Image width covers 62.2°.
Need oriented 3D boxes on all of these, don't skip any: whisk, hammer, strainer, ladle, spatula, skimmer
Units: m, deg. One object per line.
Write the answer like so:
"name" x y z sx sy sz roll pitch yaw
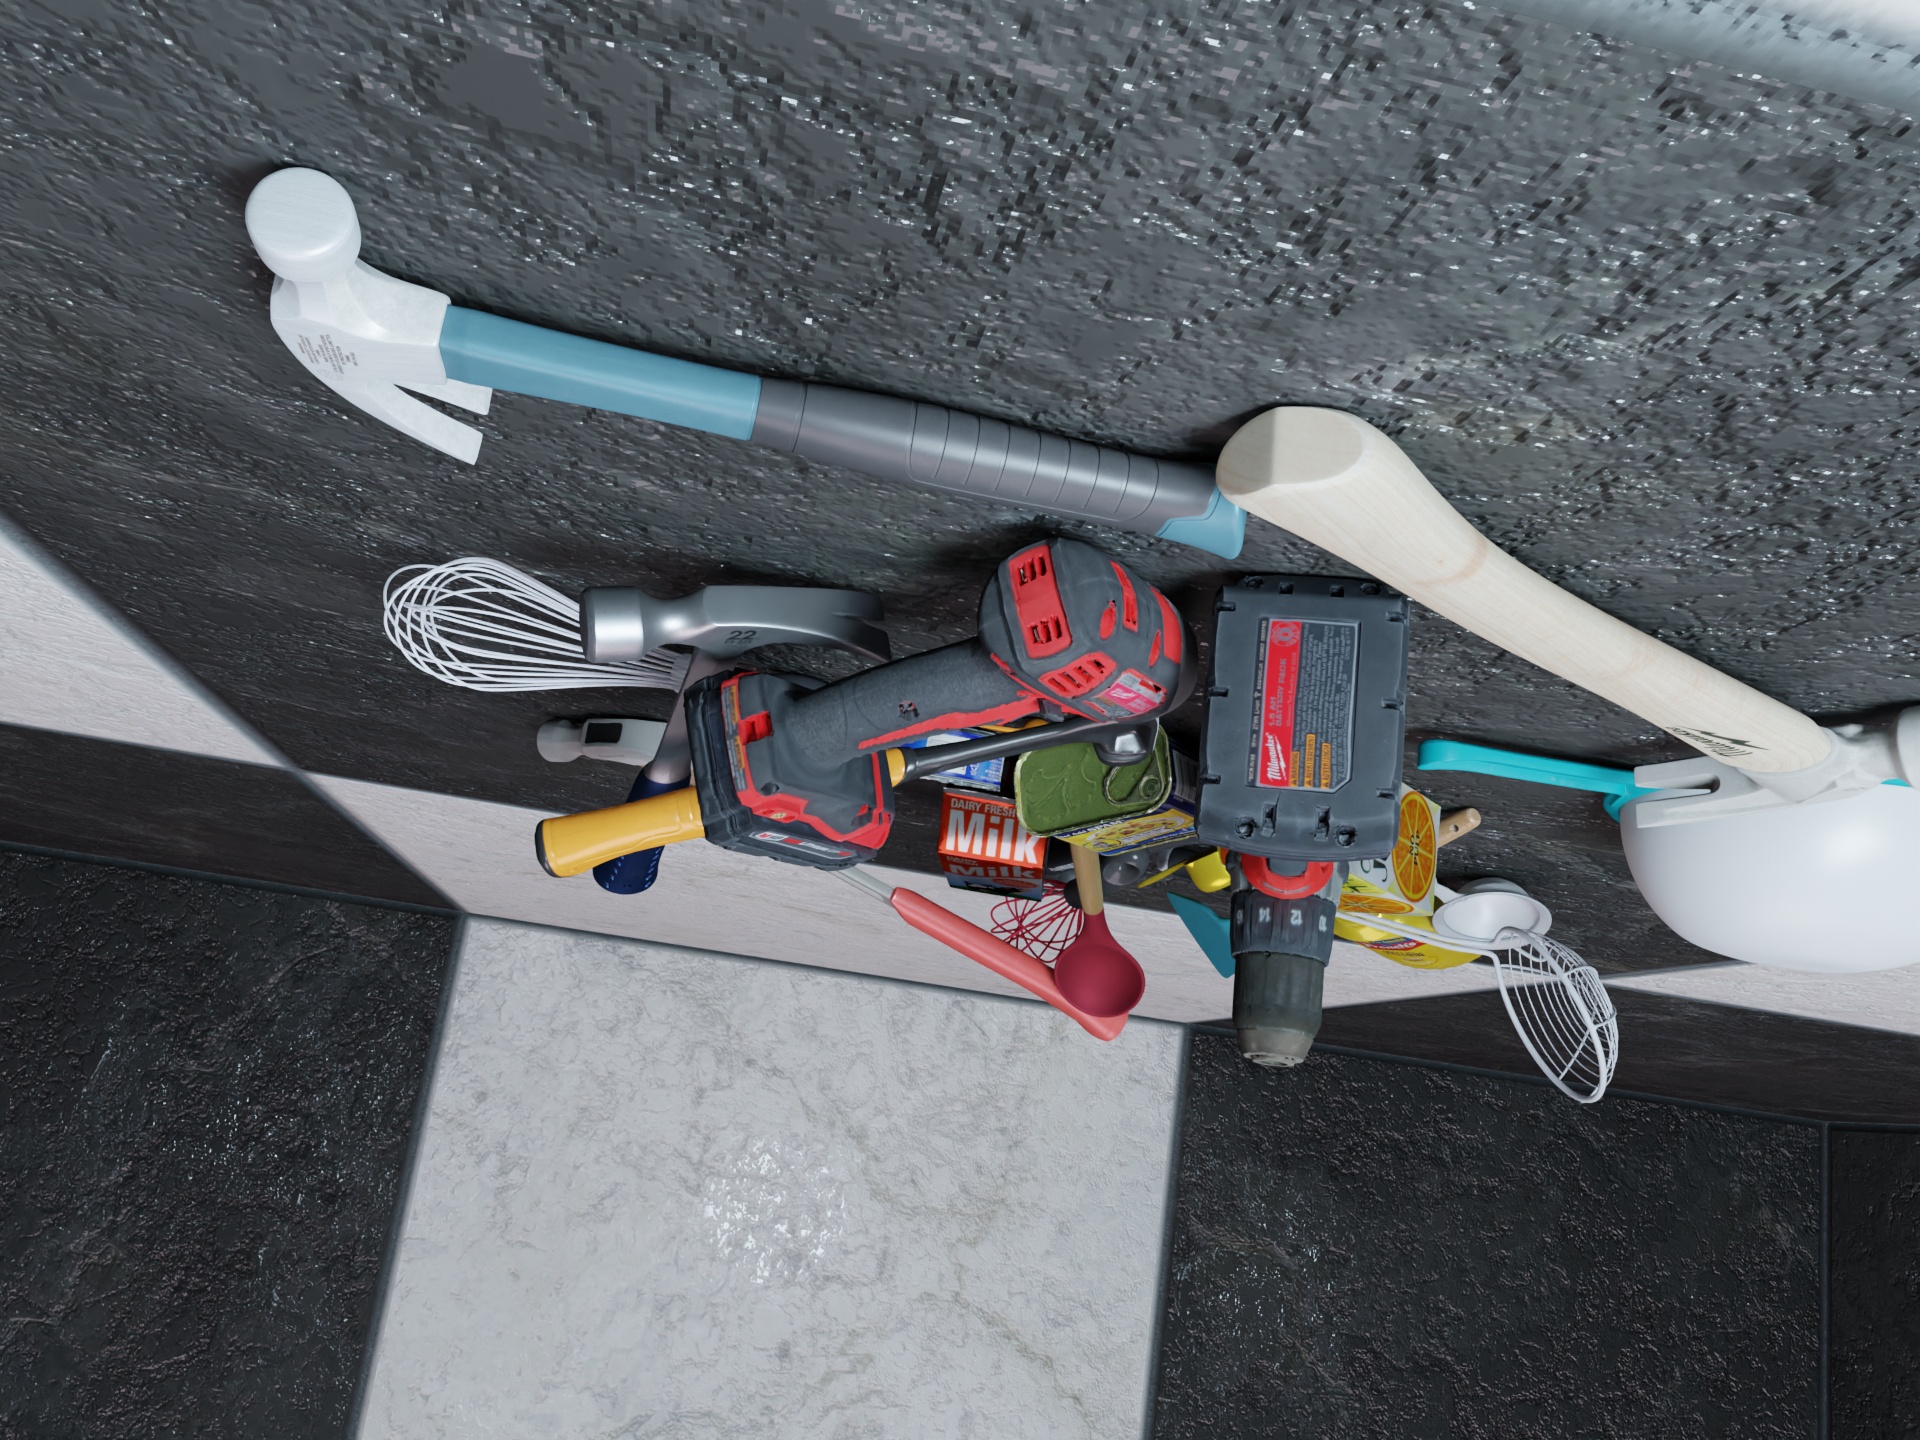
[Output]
"whisk" -0.170 -0.030 0.848 0.284 0.070 0.070 14 165 -41
"hammer" -0.159 0.054 1.216 0.130 0.031 0.331 -1 164 33
"hammer" -0.055 -0.102 0.535 0.331 0.033 0.128 11 165 -11
"strainer" 0.351 0.122 1.183 0.258 0.050 0.087 23 142 -29
"ladle" 0.088 0.116 1.105 0.069 0.031 0.315 3 141 12
"hammer" -0.013 0.152 1.194 0.358 0.037 0.149 32 160 -22
"hammer" -0.154 0.024 0.880 0.144 0.035 0.405 -3 159 -20
"whisk" 0.083 0.137 1.218 0.073 0.073 0.295 11 159 -12
"hammer" 0.106 0.096 1.228 0.146 0.035 0.335 12 165 -18
"hammer" -0.061 0.030 0.840 0.337 0.034 0.127 -13 164 1
"hammer" 0.244 -0.027 0.640 0.410 0.038 0.146 20 156 -36
"spatula" 0.252 0.118 1.134 0.044 0.082 0.317 -31 176 -40
"strainer" 0.404 0.078 0.864 0.340 0.095 0.211 9 166 -11
"skimmer" 0.297 0.170 1.163 0.363 0.090 0.127 16 141 30

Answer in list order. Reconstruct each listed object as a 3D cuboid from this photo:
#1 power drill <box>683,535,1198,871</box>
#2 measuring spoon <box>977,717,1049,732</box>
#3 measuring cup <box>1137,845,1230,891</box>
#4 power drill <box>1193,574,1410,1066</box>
"power drill" -0.002 -0.005 0.711 0.219 0.079 0.143 -22 158 25
"measuring spoon" -0.002 -0.003 0.951 0.117 0.011 0.021 9 177 12
"measuring cup" 0.177 0.118 1.202 0.062 0.029 0.156 -25 173 -26
"power drill" 0.150 0.051 0.725 0.080 0.188 0.226 4 161 11
